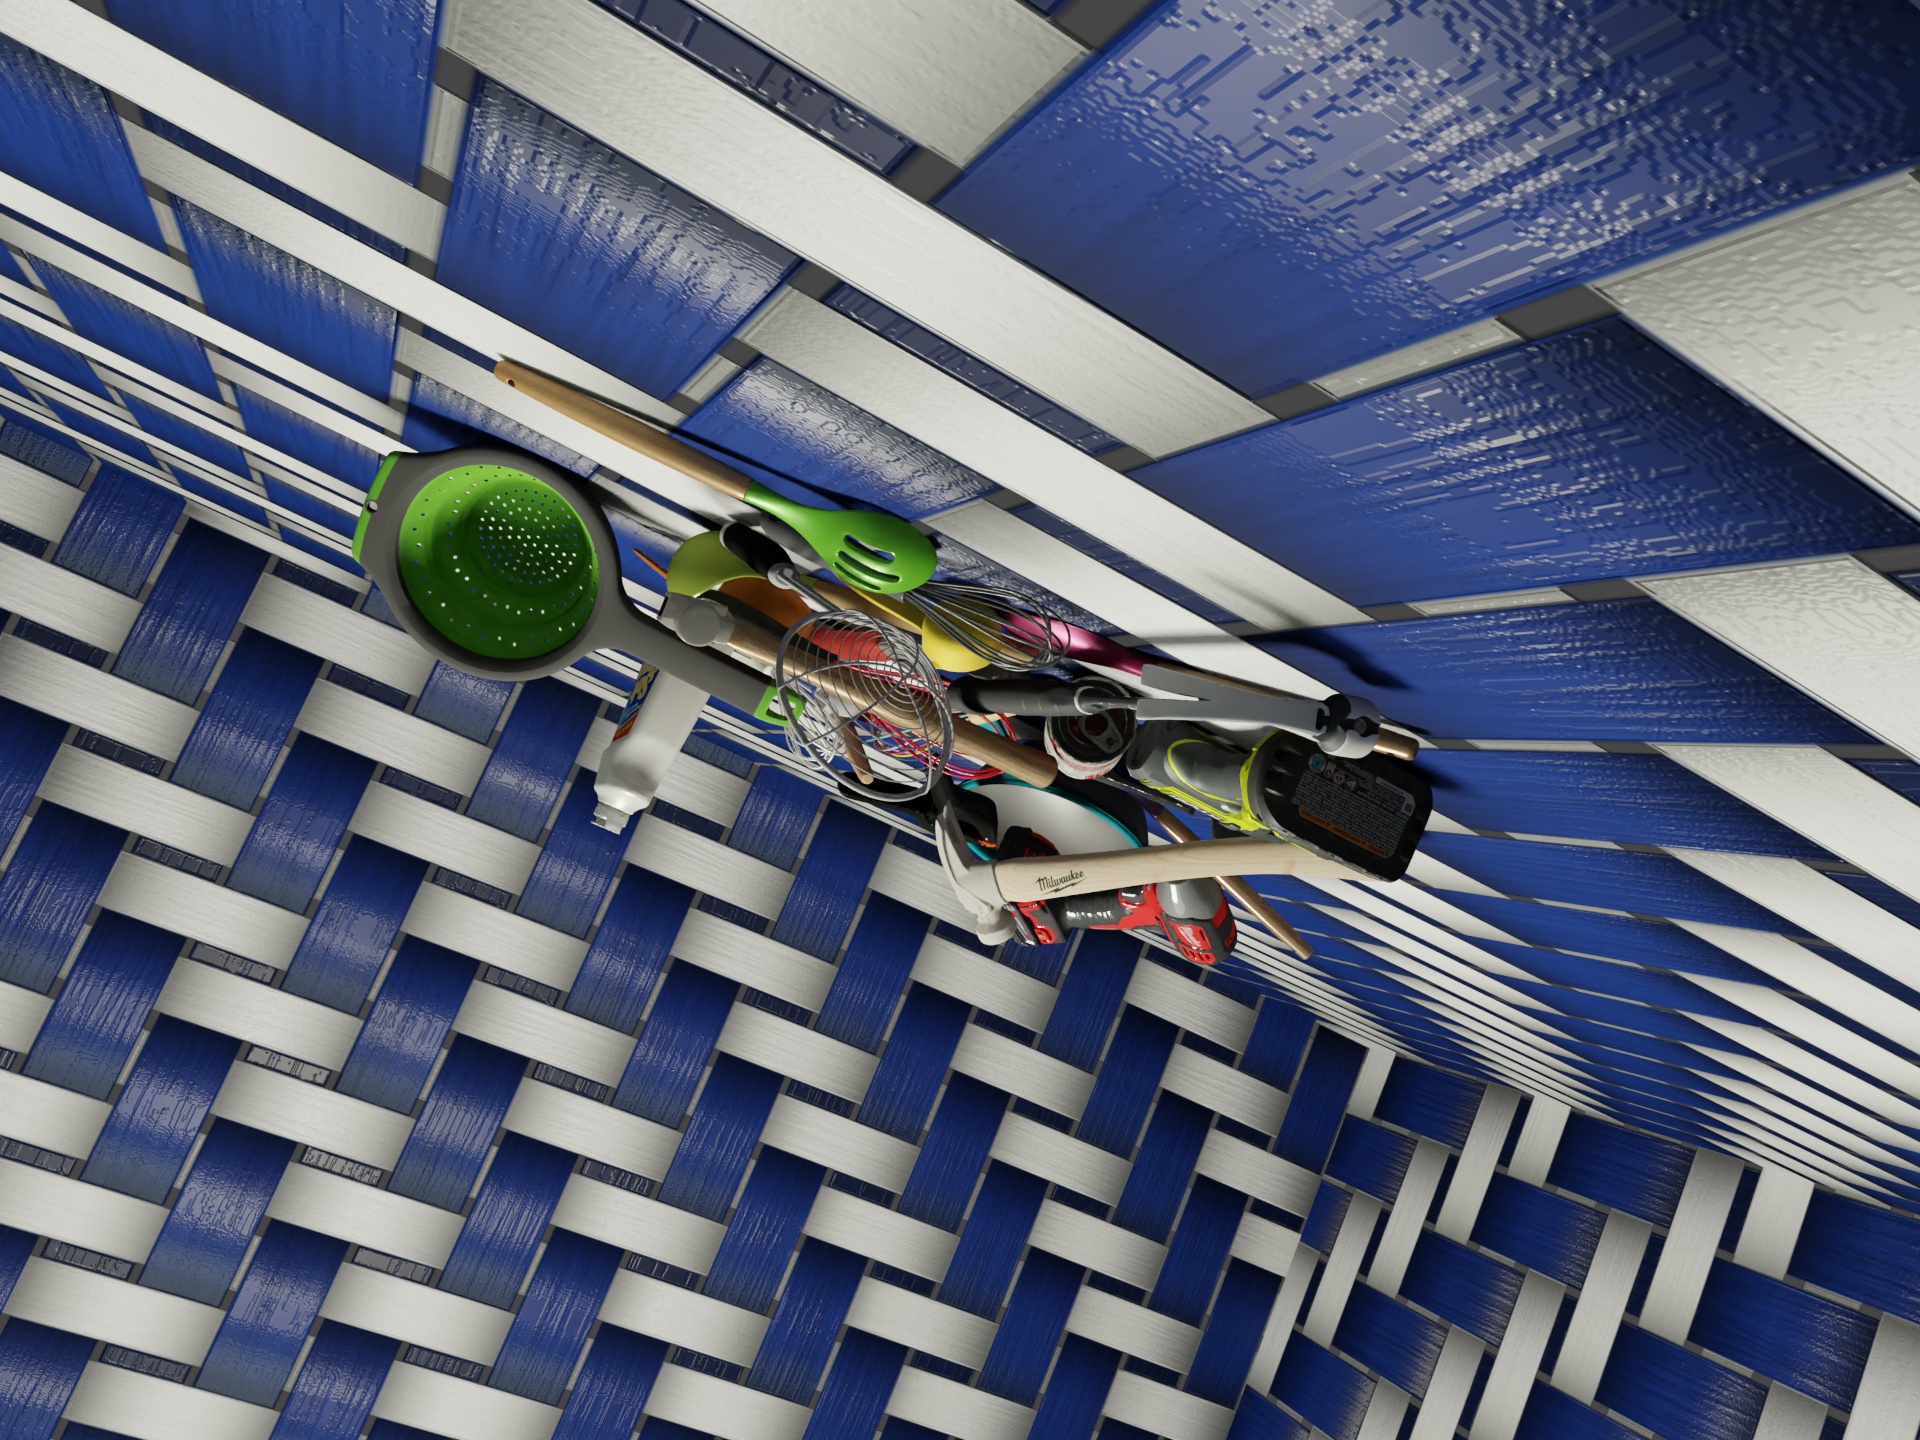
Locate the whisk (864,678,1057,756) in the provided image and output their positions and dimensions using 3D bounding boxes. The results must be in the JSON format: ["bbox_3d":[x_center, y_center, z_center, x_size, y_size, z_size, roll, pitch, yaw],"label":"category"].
[{"bbox_3d":[-0.003,-0.006,1.374,0.051,0.047,0.245,2,169,-41],"label":"whisk"}]

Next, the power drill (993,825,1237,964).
[{"bbox_3d":[0.143,0.164,1.498,0.220,0.079,0.143,4,144,28],"label":"power drill"}]

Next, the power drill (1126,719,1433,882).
[{"bbox_3d":[0.240,0.056,1.179,0.171,0.080,0.223,26,174,-16],"label":"power drill"}]

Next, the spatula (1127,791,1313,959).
[{"bbox_3d":[0.196,0.100,1.415,0.316,0.018,0.060,44,171,0],"label":"spatula"}]

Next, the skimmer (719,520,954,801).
[{"bbox_3d":[-0.111,-0.056,1.064,0.127,0.090,0.364,22,-172,-32],"label":"skimmer"}]

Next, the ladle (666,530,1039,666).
[{"bbox_3d":[-0.086,-0.082,1.204,0.320,0.078,0.062,18,129,22],"label":"ladle"}]

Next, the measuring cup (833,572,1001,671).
[{"bbox_3d":[-0.037,-0.087,1.142,0.157,0.062,0.029,33,146,26],"label":"measuring cup"}]

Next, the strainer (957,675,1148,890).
[{"bbox_3d":[0.078,0.045,1.524,0.211,0.095,0.340,5,144,31],"label":"strainer"}]

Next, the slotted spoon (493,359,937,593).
[{"bbox_3d":[-0.161,-0.160,1.036,0.314,0.031,0.070,26,140,0],"label":"slotted spoon"}]

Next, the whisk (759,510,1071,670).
[{"bbox_3d":[-0.034,-0.094,1.086,0.239,0.055,0.055,26,172,13],"label":"whisk"}]

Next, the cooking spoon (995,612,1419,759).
[{"bbox_3d":[0.156,-0.026,1.076,0.319,0.017,0.068,19,170,31],"label":"cooking spoon"}]

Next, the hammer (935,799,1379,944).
[{"bbox_3d":[0.174,0.116,1.369,0.411,0.038,0.146,-8,120,27],"label":"hammer"}]

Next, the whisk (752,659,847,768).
[{"bbox_3d":[-0.165,-0.041,1.448,0.057,0.059,0.247,10,-150,-40],"label":"whisk"}]

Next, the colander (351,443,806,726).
[{"bbox_3d":[-0.310,-0.107,1.365,0.397,0.204,0.095,27,-158,-8],"label":"colander"}]

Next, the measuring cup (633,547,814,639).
[{"bbox_3d":[-0.201,-0.116,1.366,0.174,0.052,0.095,35,169,11],"label":"measuring cup"}]

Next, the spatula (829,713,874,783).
[{"bbox_3d":[-0.133,-0.019,1.544,0.082,0.044,0.318,31,-164,-31],"label":"spatula"}]

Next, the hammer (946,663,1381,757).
[{"bbox_3d":[0.091,-0.012,1.071,0.149,0.036,0.409,9,178,-26],"label":"hammer"}]

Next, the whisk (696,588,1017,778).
[{"bbox_3d":[-0.087,-0.033,1.287,0.296,0.073,0.073,27,171,2],"label":"whisk"}]

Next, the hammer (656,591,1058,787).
[{"bbox_3d":[-0.072,-0.021,1.187,0.331,0.031,0.130,24,-178,-23],"label":"hammer"}]

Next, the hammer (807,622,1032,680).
[{"bbox_3d":[-0.092,-0.069,1.394,0.149,0.037,0.359,29,169,-31],"label":"hammer"}]
